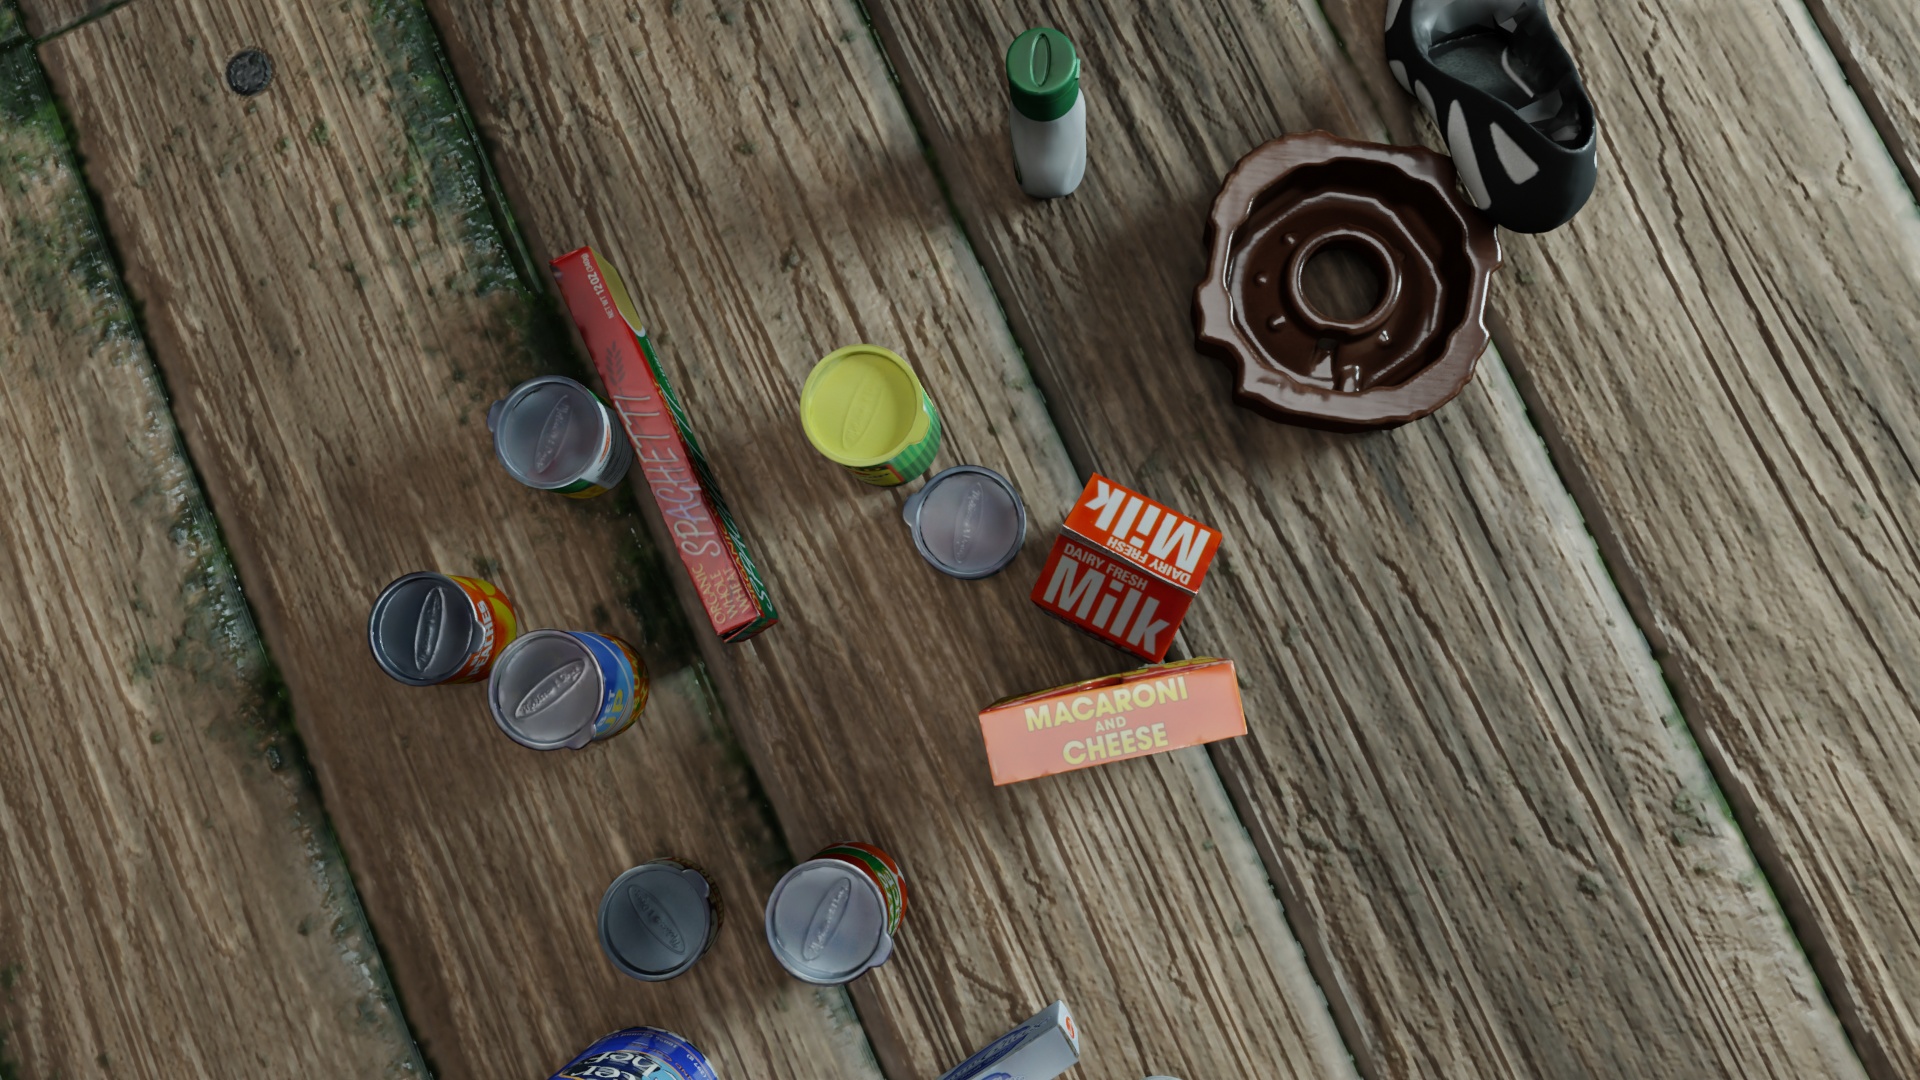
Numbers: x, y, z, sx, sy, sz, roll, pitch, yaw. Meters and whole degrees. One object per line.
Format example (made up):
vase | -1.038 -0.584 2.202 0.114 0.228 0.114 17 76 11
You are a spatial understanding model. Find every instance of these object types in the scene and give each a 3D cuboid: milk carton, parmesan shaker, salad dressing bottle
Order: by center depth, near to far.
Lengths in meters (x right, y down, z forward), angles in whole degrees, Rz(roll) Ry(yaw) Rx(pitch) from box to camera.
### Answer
milk carton | 0.085 0.017 0.723 0.072 0.190 0.073 26 88 7
salad dressing bottle | 0.048 -0.237 0.773 0.044 0.147 0.064 4 85 6
parmesan shaker | -0.046 -0.066 0.787 0.071 0.103 0.071 0 85 5

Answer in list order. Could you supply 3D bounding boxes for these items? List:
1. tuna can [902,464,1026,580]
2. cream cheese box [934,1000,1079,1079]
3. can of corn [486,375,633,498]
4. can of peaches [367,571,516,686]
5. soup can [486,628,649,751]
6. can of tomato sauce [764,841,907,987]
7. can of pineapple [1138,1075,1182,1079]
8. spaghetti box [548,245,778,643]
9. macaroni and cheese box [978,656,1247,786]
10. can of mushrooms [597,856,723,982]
tuna can | 0.003 -0.010 0.812 0.071 0.033 0.071 0 84 5
cream cheese box | 0.018 0.298 0.770 0.104 0.053 0.024 -33 83 1
can of corn | -0.236 -0.061 0.826 0.071 0.058 0.071 0 85 5
can of peaches | -0.302 0.053 0.820 0.071 0.058 0.071 0 85 5
soup can | -0.221 0.087 0.797 0.071 0.083 0.071 0 85 5
can of tomato sauce | -0.065 0.205 0.772 0.071 0.083 0.071 0 85 5
can of pineapple | 0.112 0.335 0.756 0.071 0.058 0.071 0 85 5
spaghetti box | -0.175 -0.056 0.824 0.029 0.050 0.250 -26 83 2
macaroni and cheese box | 0.077 0.091 0.728 0.124 0.166 0.040 -12 84 4
can of mushrooms | -0.171 0.217 0.805 0.071 0.033 0.071 0 84 5
